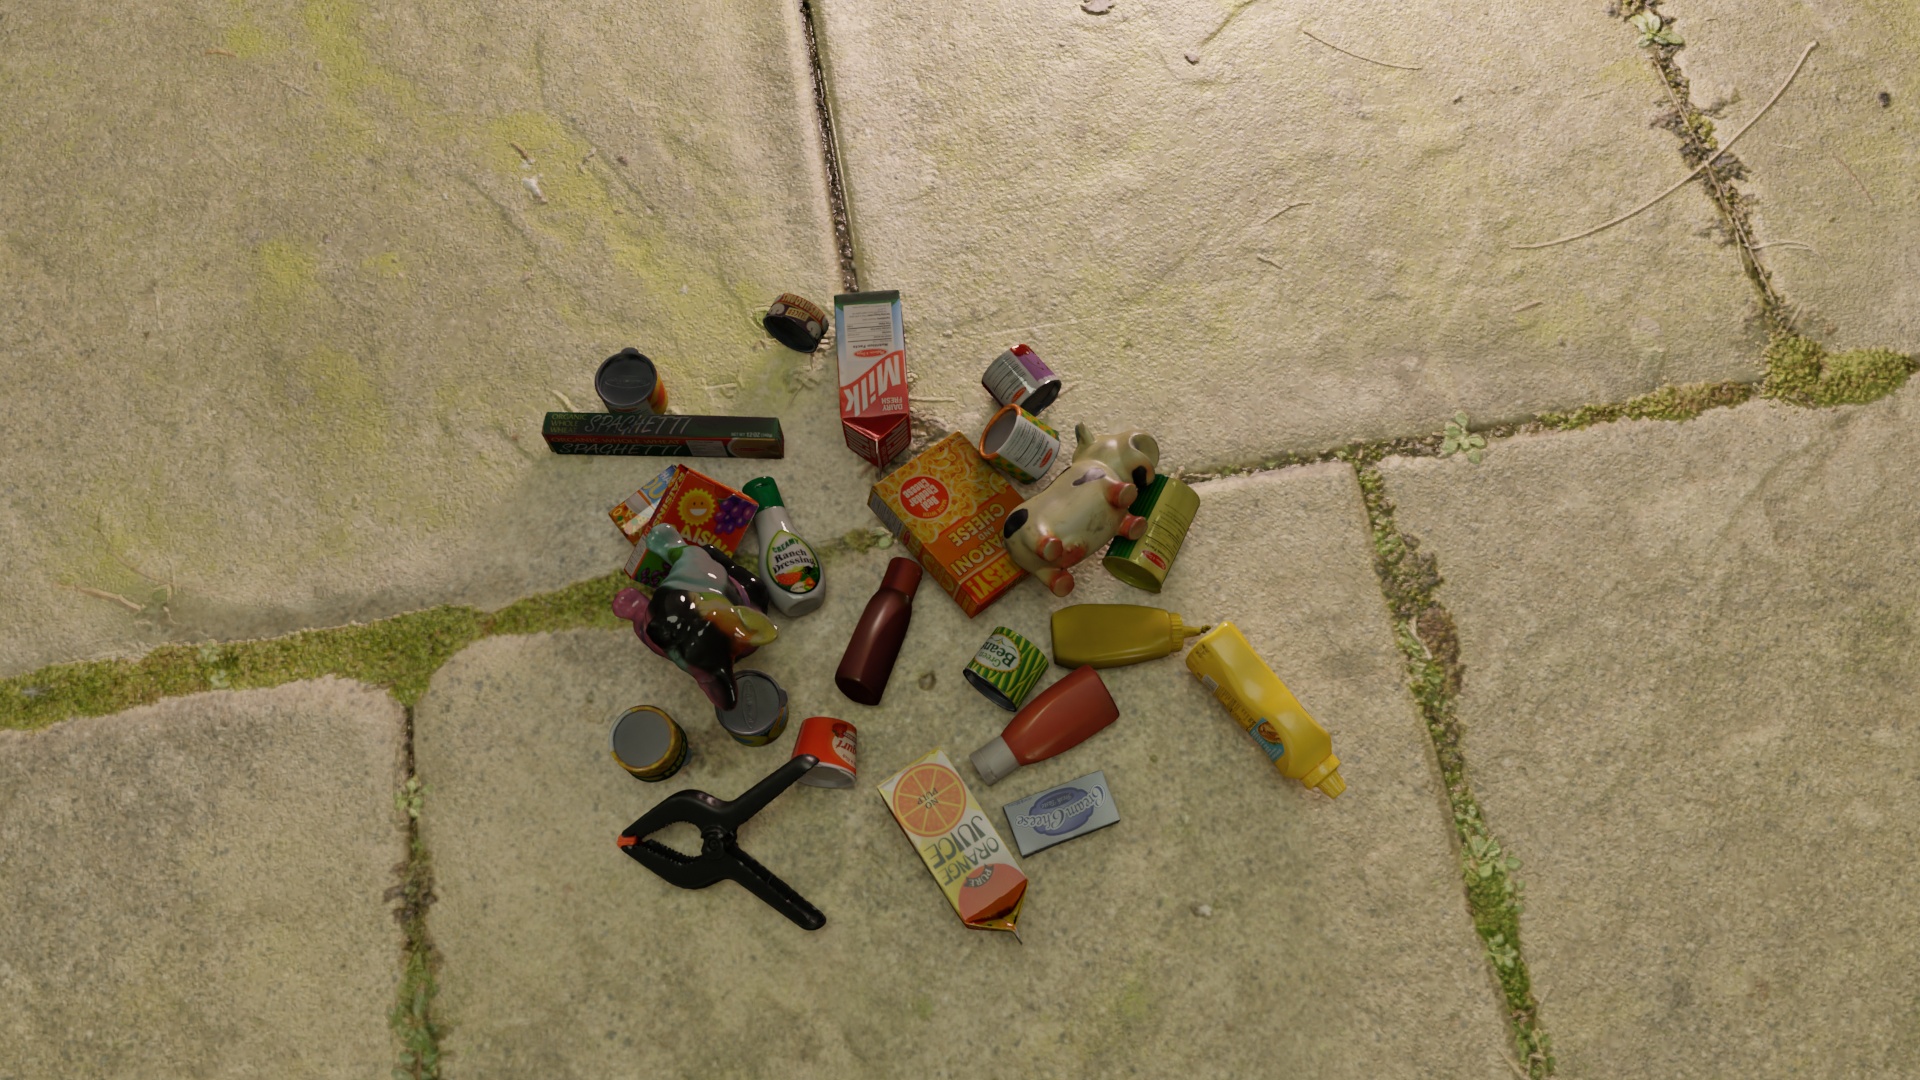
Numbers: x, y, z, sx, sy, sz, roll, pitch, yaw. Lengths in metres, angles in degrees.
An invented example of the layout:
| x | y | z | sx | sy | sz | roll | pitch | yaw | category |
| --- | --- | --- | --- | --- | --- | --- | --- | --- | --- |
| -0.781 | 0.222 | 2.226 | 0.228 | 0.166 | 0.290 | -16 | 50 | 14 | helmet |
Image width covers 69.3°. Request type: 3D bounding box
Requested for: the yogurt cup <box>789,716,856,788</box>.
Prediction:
| x | y | z | sx | sy | sz | roll | pitch | yaw | category |
| --- | --- | --- | --- | --- | --- | --- | --- | --- | --- |
| -0.131 | 0.205 | 1.347 | 0.072 | 0.072 | 0.054 | 5 | 62 | 3 | yogurt cup |

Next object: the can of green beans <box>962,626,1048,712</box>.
| x | y | z | sx | sy | sz | roll | pitch | yaw | category |
| --- | --- | --- | --- | --- | --- | --- | --- | --- | --- |
| 0.045 | 0.127 | 1.372 | 0.071 | 0.071 | 0.058 | 34 | 74 | 12 | can of green beans |

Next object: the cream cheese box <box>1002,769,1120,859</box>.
| x | y | z | sx | sy | sz | roll | pitch | yaw | category |
| --- | --- | --- | --- | --- | --- | --- | --- | --- | --- |
| 0.098 | 0.264 | 1.343 | 0.104 | 0.024 | 0.053 | -19 | 72 | -6 | cream cheese box |

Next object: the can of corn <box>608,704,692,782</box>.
| x | y | z | sx | sy | sz | roll | pitch | yaw | category |
| --- | --- | --- | --- | --- | --- | --- | --- | --- | --- |
| -0.301 | 0.198 | 1.352 | 0.071 | 0.058 | 0.071 | 0 | 70 | 1 | can of corn |

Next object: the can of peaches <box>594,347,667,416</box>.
| x | y | z | sx | sy | sz | roll | pitch | yaw | category |
| --- | --- | --- | --- | --- | --- | --- | --- | --- | --- |
| -0.351 | -0.162 | 1.487 | 0.071 | 0.058 | 0.071 | 0 | 70 | 1 | can of peaches |

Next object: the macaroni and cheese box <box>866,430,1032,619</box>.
| x | y | z | sx | sy | sz | roll | pitch | yaw | category |
| --- | --- | --- | --- | --- | --- | --- | --- | --- | --- |
| 0.005 | -0.018 | 1.427 | 0.124 | 0.040 | 0.167 | -35 | 73 | -26 | macaroni and cheese box |

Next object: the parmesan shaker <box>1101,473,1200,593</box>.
| x | y | z | sx | sy | sz | roll | pitch | yaw | category |
| --- | --- | --- | --- | --- | --- | --- | --- | --- | --- |
| 0.198 | -0.007 | 1.423 | 0.071 | 0.071 | 0.103 | 25 | 71 | 9 | parmesan shaker |

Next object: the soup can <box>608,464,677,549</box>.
| x | y | z | sx | sy | sz | roll | pitch | yaw | category |
| --- | --- | --- | --- | --- | --- | --- | --- | --- | --- |
| -0.311 | -0.029 | 1.430 | 0.084 | 0.071 | 0.071 | -39 | 74 | -12 | soup can |

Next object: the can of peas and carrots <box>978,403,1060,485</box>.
| x | y | z | sx | sy | sz | roll | pitch | yaw | category |
| --- | --- | --- | --- | --- | --- | --- | --- | --- | --- |
| 0.060 | -0.100 | 1.443 | 0.058 | 0.071 | 0.071 | 31 | 69 | -27 | can of peas and carrots |

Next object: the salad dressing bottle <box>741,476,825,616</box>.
| x | y | z | sx | sy | sz | roll | pitch | yaw | category |
| --- | --- | --- | --- | --- | --- | --- | --- | --- | --- |
| -0.185 | 0.005 | 1.430 | 0.064 | 0.043 | 0.148 | -15 | 67 | -22 | salad dressing bottle |

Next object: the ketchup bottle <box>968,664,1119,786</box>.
| x | y | z | sx | sy | sz | roll | pitch | yaw | category |
| --- | --- | --- | --- | --- | --- | --- | --- | --- | --- |
| 0.080 | 0.185 | 1.357 | 0.149 | 0.043 | 0.064 | -32 | 114 | -6 | ketchup bottle |

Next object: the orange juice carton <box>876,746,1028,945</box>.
| x | y | z | sx | sy | sz | roll | pitch | yaw | category |
| --- | --- | --- | --- | --- | --- | --- | --- | --- | --- |
| 0.004 | 0.297 | 1.307 | 0.073 | 0.071 | 0.193 | -32 | 72 | -10 | orange juice carton |

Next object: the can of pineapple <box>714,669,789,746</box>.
| x | y | z | sx | sy | sz | roll | pitch | yaw | category |
| --- | --- | --- | --- | --- | --- | --- | --- | --- | --- |
| -0.202 | 0.166 | 1.364 | 0.071 | 0.057 | 0.071 | 0 | 70 | 0 | can of pineapple |

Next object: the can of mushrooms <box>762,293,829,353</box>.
| x | y | z | sx | sy | sz | roll | pitch | yaw | category |
| --- | --- | --- | --- | --- | --- | --- | --- | --- | --- |
| -0.178 | -0.237 | 1.506 | 0.071 | 0.070 | 0.033 | 25 | 71 | 9 | can of mushrooms |

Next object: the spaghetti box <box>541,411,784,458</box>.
| x | y | z | sx | sy | sz | roll | pitch | yaw | category |
| --- | --- | --- | --- | --- | --- | --- | --- | --- | --- |
| -0.314 | -0.111 | 1.472 | 0.250 | 0.050 | 0.029 | 1 | 68 | 1 | spaghetti box |

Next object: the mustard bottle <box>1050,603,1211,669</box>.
| x | y | z | sx | sy | sz | roll | pitch | yaw | category |
| --- | --- | --- | --- | --- | --- | --- | --- | --- | --- |
| 0.171 | 0.095 | 1.392 | 0.160 | 0.048 | 0.065 | -2 | 70 | -1 | mustard bottle |

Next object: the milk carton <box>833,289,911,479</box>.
| x | y | z | sx | sy | sz | roll | pitch | yaw | category |
| --- | --- | --- | --- | --- | --- | --- | --- | --- | --- |
| -0.092 | -0.165 | 1.479 | 0.073 | 0.072 | 0.191 | -5 | 69 | -1 | milk carton |

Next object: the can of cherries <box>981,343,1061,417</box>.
| x | y | z | sx | sy | sz | roll | pitch | yaw | category |
| --- | --- | --- | --- | --- | --- | --- | --- | --- | --- |
| 0.066 | -0.167 | 1.484 | 0.071 | 0.071 | 0.058 | -37 | 73 | -12 | can of cherries |

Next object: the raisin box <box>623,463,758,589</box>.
| x | y | z | sx | sy | sz | roll | pitch | yaw | category |
| --- | --- | --- | --- | --- | --- | --- | --- | --- | --- |
| -0.271 | -0.004 | 1.396 | 0.086 | 0.040 | 0.123 | 28 | 91 | -29 | raisin box |

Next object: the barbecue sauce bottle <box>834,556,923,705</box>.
| x | y | z | sx | sy | sz | roll | pitch | yaw | category |
| --- | --- | --- | --- | --- | --- | --- | --- | --- | --- |
| -0.078 | 0.087 | 1.392 | 0.043 | 0.064 | 0.149 | 9 | 60 | 23 | barbecue sauce bottle |
